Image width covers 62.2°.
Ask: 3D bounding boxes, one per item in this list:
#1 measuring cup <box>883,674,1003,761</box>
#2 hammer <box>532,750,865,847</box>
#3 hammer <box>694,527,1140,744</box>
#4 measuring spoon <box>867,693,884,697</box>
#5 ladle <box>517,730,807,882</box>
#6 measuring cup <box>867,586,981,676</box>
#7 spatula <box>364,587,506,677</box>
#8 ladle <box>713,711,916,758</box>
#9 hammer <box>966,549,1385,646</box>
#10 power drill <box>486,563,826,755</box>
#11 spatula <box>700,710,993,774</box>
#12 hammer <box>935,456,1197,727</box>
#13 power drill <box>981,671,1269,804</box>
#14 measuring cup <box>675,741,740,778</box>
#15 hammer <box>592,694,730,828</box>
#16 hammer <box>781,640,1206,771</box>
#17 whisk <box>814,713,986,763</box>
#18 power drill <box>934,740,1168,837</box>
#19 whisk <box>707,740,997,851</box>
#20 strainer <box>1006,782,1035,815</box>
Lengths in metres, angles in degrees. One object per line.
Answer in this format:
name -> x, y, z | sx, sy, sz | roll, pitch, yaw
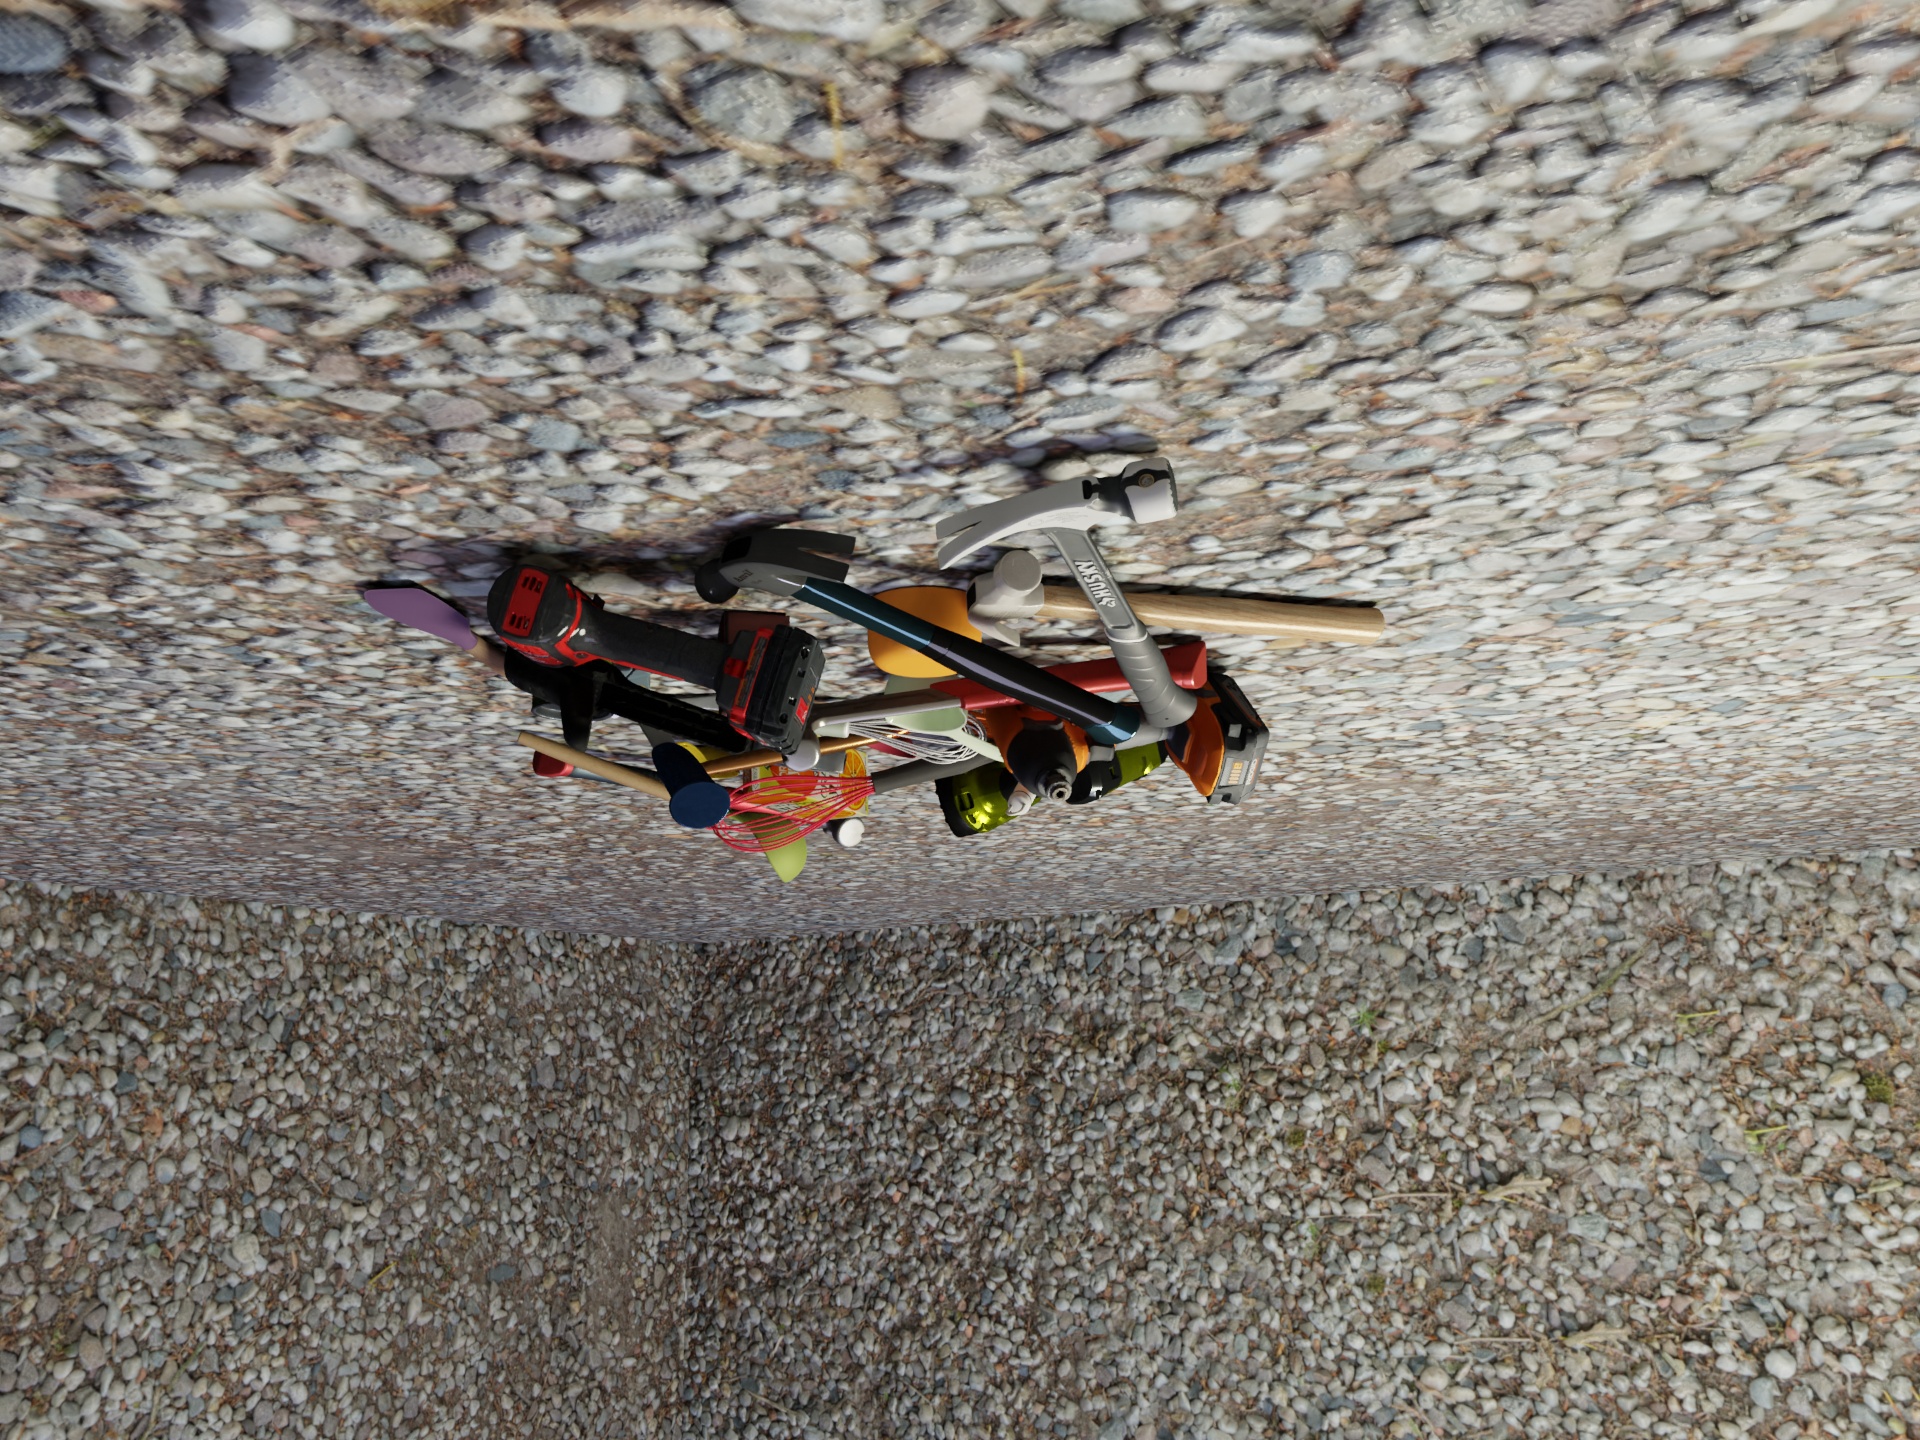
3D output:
measuring cup -> -0.002, -0.005, 1.430 | 0.083, 0.038, 0.167 | -12, 152, 37
hammer -> -0.299, 0.075, 1.783 | 0.386, 0.038, 0.143 | 15, -176, -36
hammer -> -0.015, -0.053, 1.115 | 0.330, 0.033, 0.128 | 23, 158, -26
measuring spoon -> -0.034, -0.018, 1.467 | 0.128, 0.021, 0.042 | -7, 166, 28
ladle -> -0.306, 0.086, 1.643 | 0.320, 0.062, 0.078 | 22, -170, -12
measuring cup -> -0.032, -0.053, 1.240 | 0.095, 0.052, 0.173 | 1, 165, -6
spatula -> -0.388, -0.056, 1.285 | 0.060, 0.018, 0.315 | -2, 166, 9
ladle -> -0.187, 0.004, 1.547 | 0.315, 0.031, 0.069 | 8, 171, -26
hammer -> 0.163, -0.080, 1.186 | 0.331, 0.031, 0.130 | 3, 166, -18
power drill -> -0.212, -0.046, 1.120 | 0.219, 0.078, 0.143 | 17, 173, 1
spatula -> -0.089, 0.025, 1.532 | 0.322, 0.041, 0.081 | -11, 170, -14
hammer -> 0.105, -0.067, 1.100 | 0.149, 0.036, 0.408 | -10, 160, 14
power drill -> 0.141, 0.019, 1.356 | 0.226, 0.084, 0.164 | 2, -149, -14
measuring cup -> -0.272, 0.032, 1.665 | 0.062, 0.029, 0.156 | -2, 165, 5
hammer -> -0.233, 0.023, 1.292 | 0.144, 0.035, 0.406 | 0, -170, -17
hammer -> 0.025, -0.028, 1.313 | 0.359, 0.036, 0.149 | -8, -152, -4
whisk -> -0.098, 0.004, 1.490 | 0.246, 0.059, 0.057 | 7, 143, 1
power drill -> 0.098, 0.050, 1.604 | 0.223, 0.080, 0.171 | -16, -176, 42
whisk -> -0.103, 0.067, 1.543 | 0.296, 0.073, 0.073 | -15, 168, -5
strainer -> 0.079, 0.027, 1.432 | 0.087, 0.050, 0.258 | 0, -157, 17
